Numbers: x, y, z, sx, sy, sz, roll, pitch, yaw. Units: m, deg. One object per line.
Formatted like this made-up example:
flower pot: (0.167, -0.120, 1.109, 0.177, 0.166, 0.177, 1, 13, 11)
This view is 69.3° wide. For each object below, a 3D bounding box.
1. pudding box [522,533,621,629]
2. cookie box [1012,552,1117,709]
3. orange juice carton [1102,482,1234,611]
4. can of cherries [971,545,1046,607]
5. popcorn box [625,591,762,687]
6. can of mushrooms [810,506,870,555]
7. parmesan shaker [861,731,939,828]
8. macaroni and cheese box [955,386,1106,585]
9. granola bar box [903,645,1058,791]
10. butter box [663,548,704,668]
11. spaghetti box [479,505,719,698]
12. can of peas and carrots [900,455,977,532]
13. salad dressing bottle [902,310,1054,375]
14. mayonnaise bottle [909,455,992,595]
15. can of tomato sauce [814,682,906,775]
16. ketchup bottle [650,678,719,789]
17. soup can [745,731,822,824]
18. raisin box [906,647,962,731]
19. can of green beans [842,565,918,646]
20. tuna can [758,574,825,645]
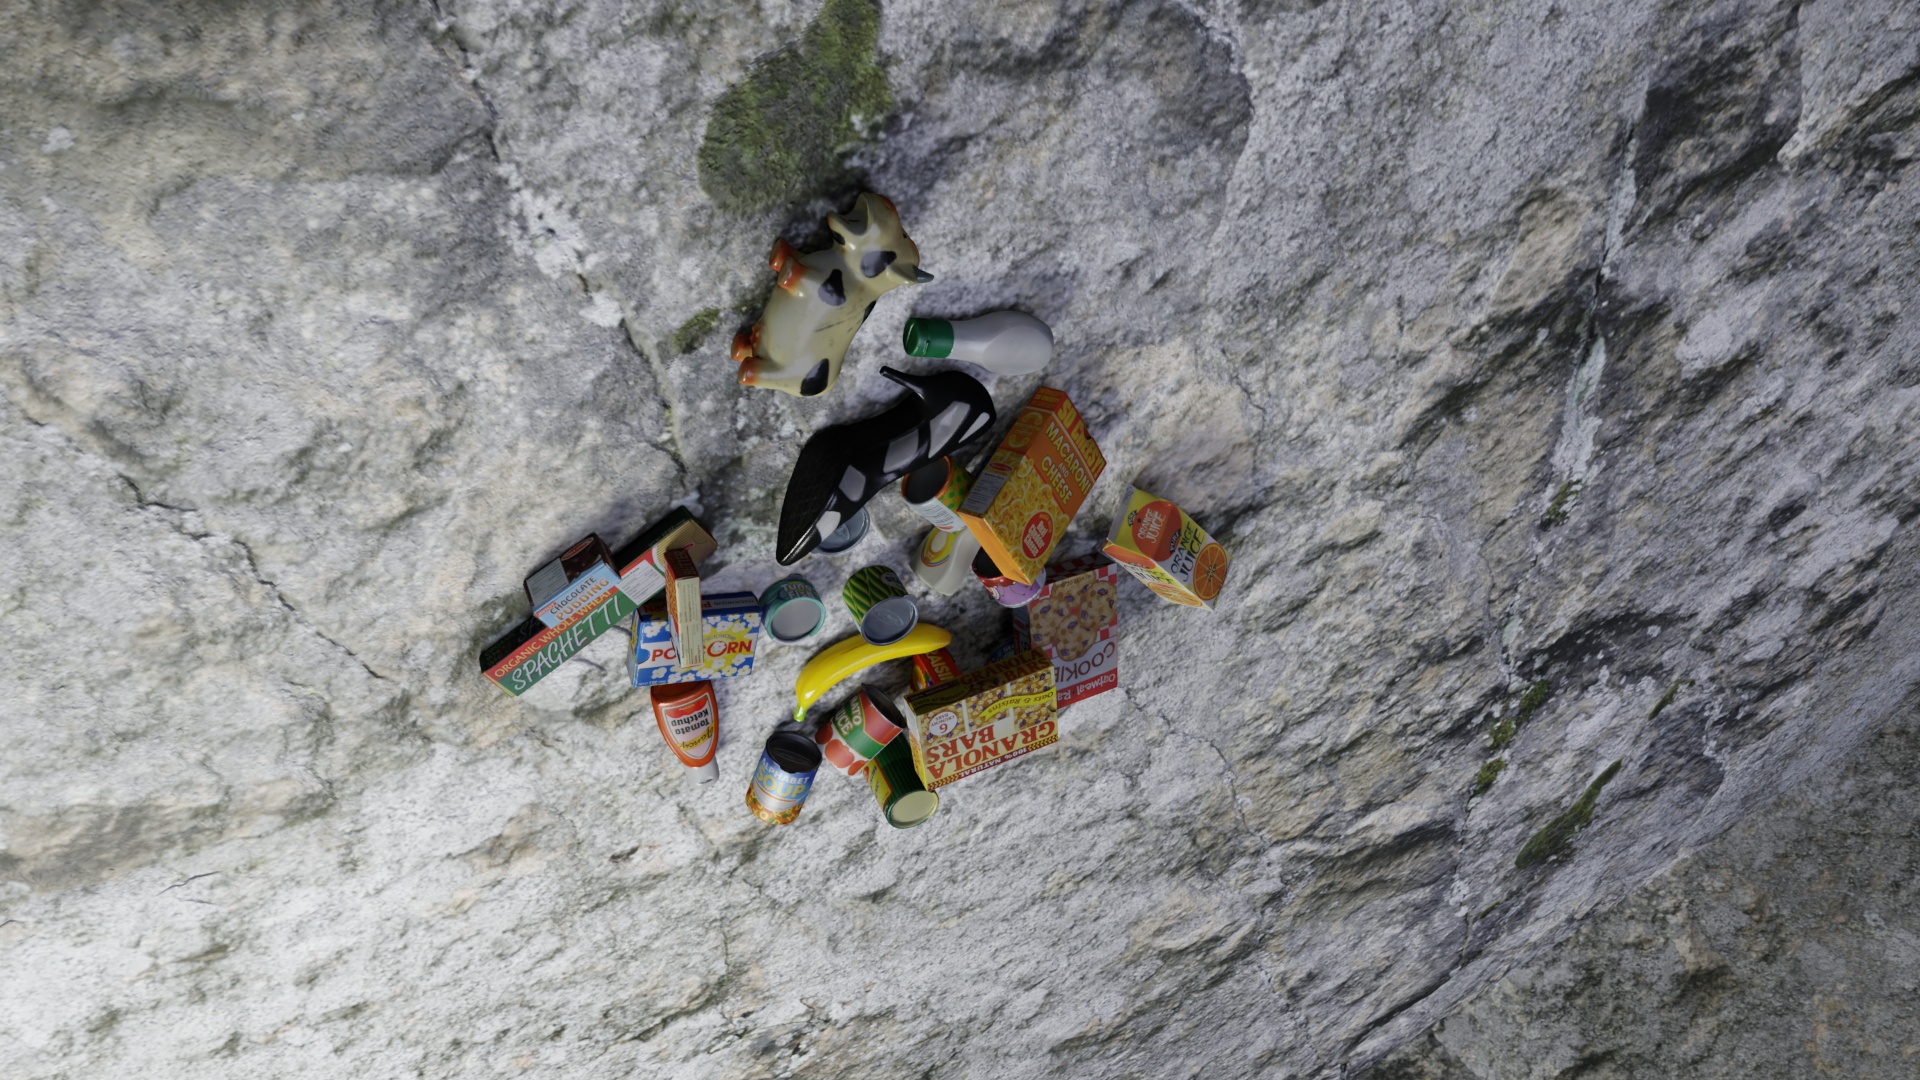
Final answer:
pudding box: (-0.363, 0.038, 1.297, 0.084, 0.050, 0.030, -35, 136, -1)
cookie box: (0.123, 0.110, 1.610, 0.123, 0.040, 0.166, -16, 117, -27)
orange juice carton: (0.229, 0.007, 1.586, 0.192, 0.073, 0.072, 36, 72, -43)
can of cherries: (0.051, 0.032, 1.523, 0.071, 0.072, 0.058, -37, 135, 1)
popcorn box: (-0.270, 0.100, 1.409, 0.127, 0.038, 0.084, -4, 127, -28)
can of mushrooms: (-0.130, -0.019, 1.400, 0.071, 0.033, 0.070, -17, 132, -19)
parmesan shaker: (-0.075, 0.275, 1.617, 0.071, 0.103, 0.071, -16, 131, -19)
macaroni and cheese box: (0.078, -0.056, 1.437, 0.167, 0.040, 0.123, -57, 138, -19)
granola bar box: (0.026, 0.198, 1.537, 0.166, 0.039, 0.123, -19, 131, -15)
butter box: (-0.264, 0.065, 1.325, 0.024, 0.053, 0.103, -10, 122, -21)
spaghetti box: (-0.349, 0.059, 1.337, 0.250, 0.029, 0.050, -36, 135, 0)
can of peas and carrots: (-0.018, -0.052, 1.418, 0.071, 0.071, 0.058, -44, 134, 8)
salad dressing bottle: (0.017, -0.192, 1.341, 0.148, 0.044, 0.064, 0, 127, -29)
mayonnaise bottle: (0.005, -0.018, 1.460, 0.041, 0.065, 0.148, 24, 102, -43)
can of tomato sauce: (-0.115, 0.214, 1.572, 0.083, 0.071, 0.071, -44, 134, 9)
ketchup bottle: (-0.286, 0.204, 1.479, 0.065, 0.044, 0.148, -19, 133, -17)
soup can: (-0.200, 0.269, 1.562, 0.071, 0.071, 0.083, 4, 123, -33)
raisin box: (-0.026, 0.192, 1.592, 0.040, 0.086, 0.122, -10, 129, -21)
can of green beans: (-0.086, 0.069, 1.478, 0.071, 0.058, 0.071, -16, 131, -19)
tuna can: (-0.175, 0.073, 1.447, 0.071, 0.033, 0.070, -16, 132, -19)
